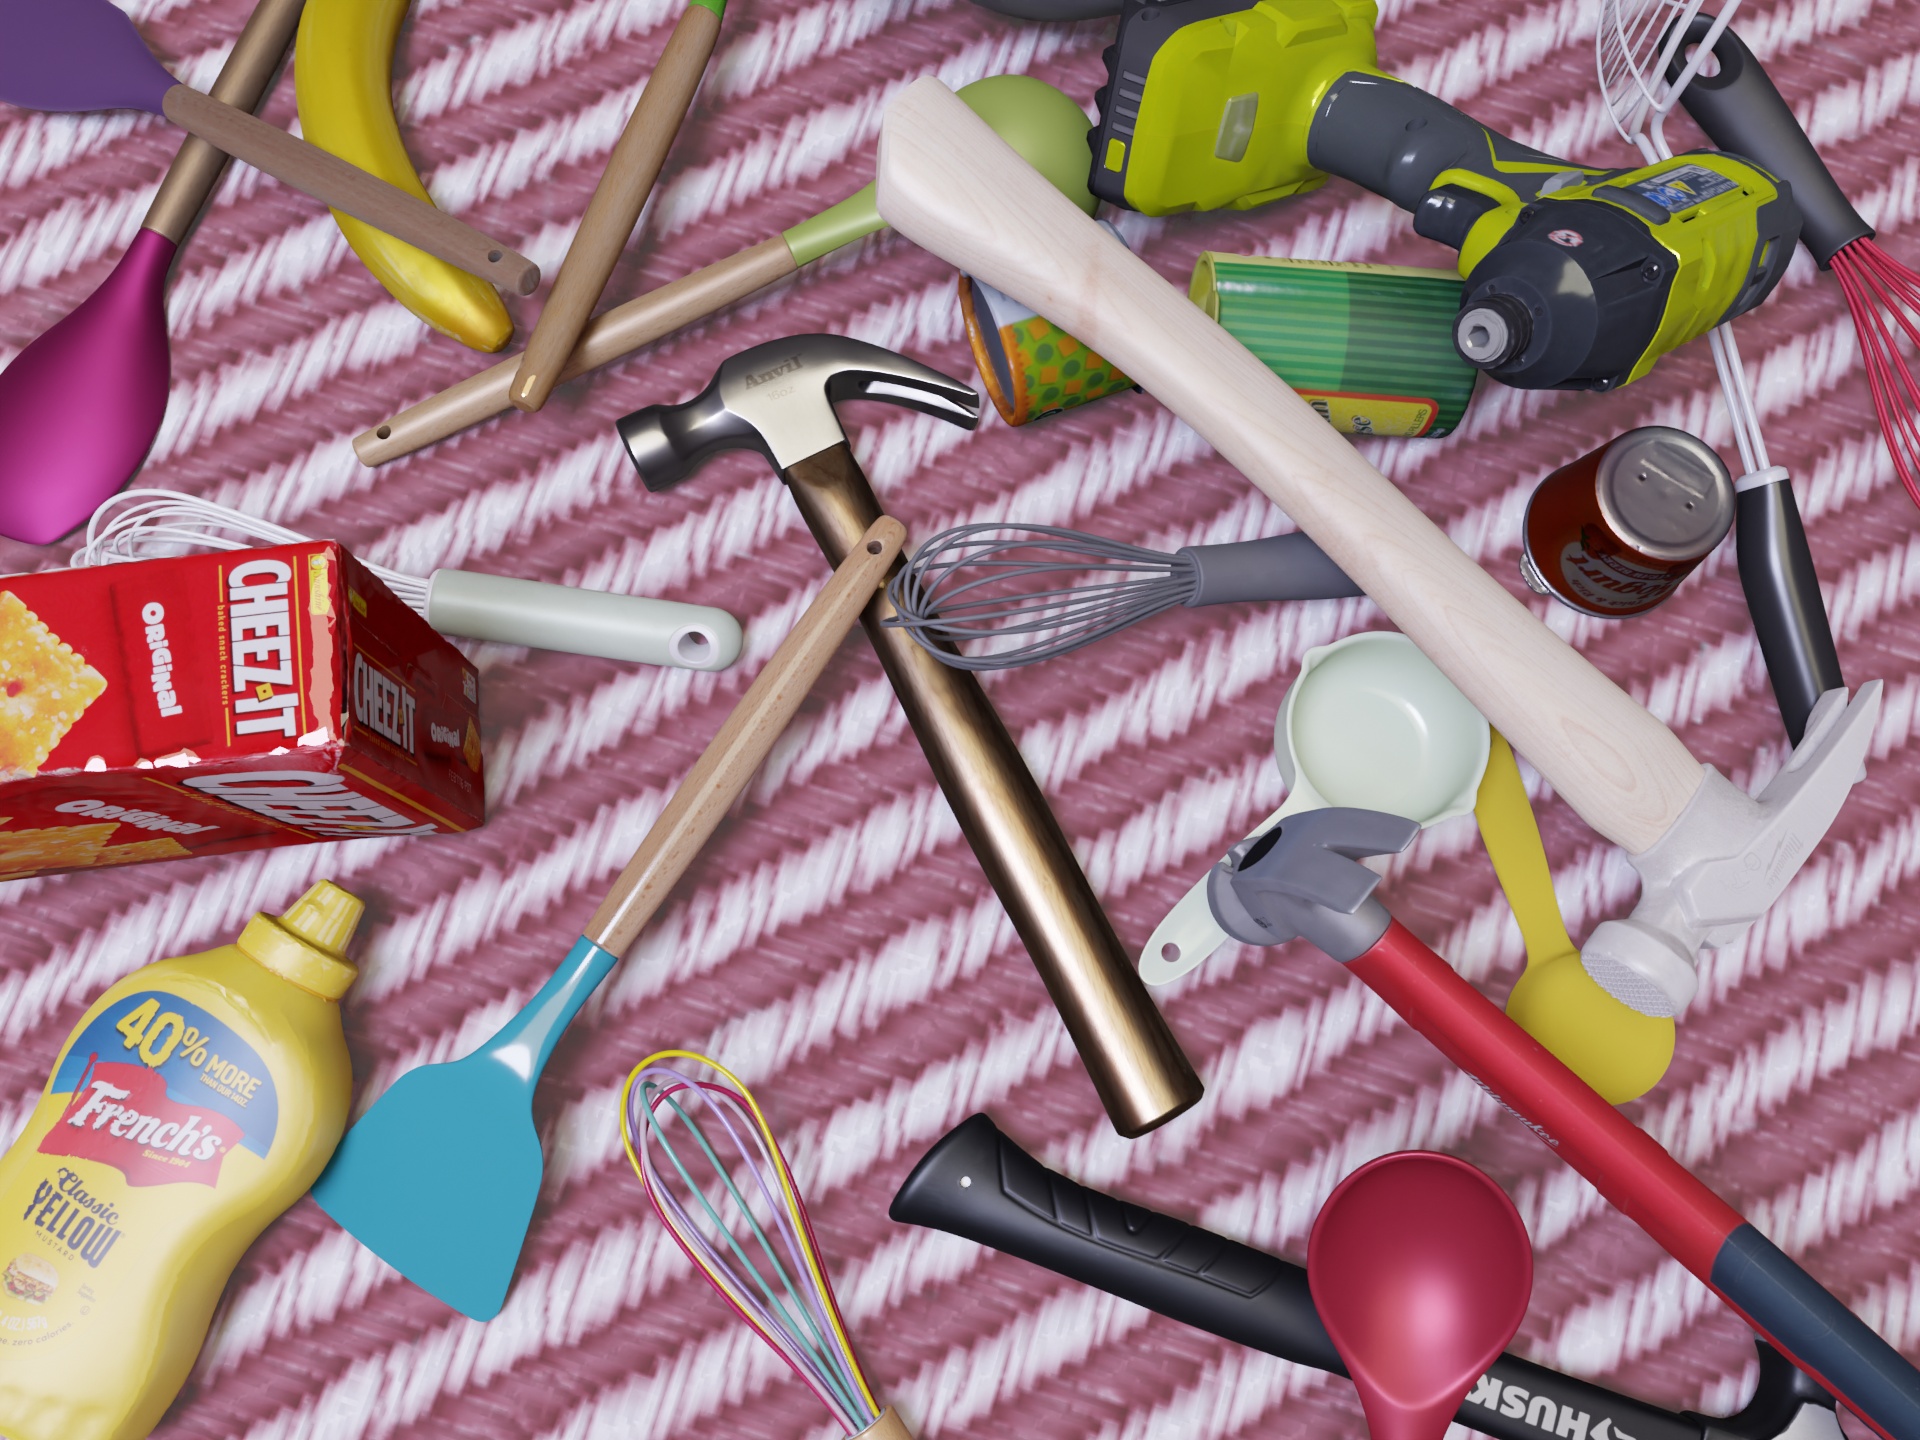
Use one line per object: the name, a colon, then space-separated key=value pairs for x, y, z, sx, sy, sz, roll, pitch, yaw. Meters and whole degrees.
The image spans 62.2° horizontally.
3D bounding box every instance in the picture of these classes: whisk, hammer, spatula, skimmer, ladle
whisk: x=0.372 y=-0.176 z=0.645 sx=0.073 sy=0.073 sz=0.296 roll=-24 pitch=73 yaw=-8
whisk: x=0.083 y=-0.052 z=0.588 sx=0.239 sy=0.055 sz=0.055 roll=-7 pitch=76 yaw=-21
hammer: x=0.138 y=-0.085 z=0.561 sx=0.410 sy=0.038 sz=0.146 roll=42 pitch=79 yaw=-1
hammer: x=0.242 y=0.165 z=0.488 sx=0.386 sy=0.143 sz=0.038 roll=41 pitch=81 yaw=2
whisk: x=-0.204 y=-0.046 z=0.596 sx=0.246 sy=0.059 sz=0.057 roll=8 pitch=113 yaw=-4
spatula: x=-0.112 y=0.058 z=0.565 sx=0.082 sy=0.044 sz=0.317 roll=33 pitch=80 yaw=7
hammer: x=0.135 y=0.219 z=0.550 sx=0.335 sy=0.035 sz=0.146 roll=20 pitch=76 yaw=3
hammer: x=-0.001 y=-0.002 z=0.599 sx=0.130 sy=0.031 sz=0.331 roll=-27 pitch=80 yaw=-8
whisk: x=-0.042 y=0.218 z=0.539 sx=0.047 sy=0.051 sz=0.245 roll=-32 pitch=83 yaw=-15
skimmer: x=0.322 y=-0.159 z=0.610 sx=0.090 sy=0.127 sz=0.363 roll=-14 pitch=89 yaw=7
ladle: x=-0.090 y=-0.170 z=0.636 sx=0.320 sy=0.062 sz=0.078 roll=-26 pitch=76 yaw=-1
ladle: x=0.140 y=0.291 z=0.507 sx=0.069 sy=0.031 sz=0.315 roll=3 pitch=90 yaw=13
spatula: x=-0.290 y=-0.231 z=0.623 sx=0.316 sy=0.018 sz=0.060 roll=28 pitch=80 yaw=16

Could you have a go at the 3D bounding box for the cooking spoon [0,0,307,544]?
cooking spoon: x=-0.313 y=-0.217 z=0.643 sx=0.069 sy=0.017 sz=0.319 roll=20 pitch=77 yaw=2

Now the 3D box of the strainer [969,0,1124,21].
strainer: x=0.117 y=-0.352 z=0.623 sx=0.340 sy=0.095 sz=0.211 roll=1 pitch=64 yaw=17

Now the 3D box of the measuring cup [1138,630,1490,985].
measuring cup: x=0.124 y=0.038 z=0.591 sx=0.167 sy=0.038 sz=0.083 roll=-44 pitch=82 yaw=-10

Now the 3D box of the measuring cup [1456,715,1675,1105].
measuring cup: x=0.219 y=0.066 z=0.591 sx=0.062 sy=0.029 sz=0.156 roll=-15 pitch=79 yaw=-6

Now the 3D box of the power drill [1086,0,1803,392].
power drill: x=0.159 y=-0.191 z=0.567 sx=0.171 sy=0.080 sz=0.223 roll=-27 pitch=52 yaw=-36

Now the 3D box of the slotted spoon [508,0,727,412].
slotted spoon: x=-0.112 y=-0.259 z=0.635 sx=0.031 sy=0.070 sz=0.314 roll=27 pitch=72 yaw=-25
